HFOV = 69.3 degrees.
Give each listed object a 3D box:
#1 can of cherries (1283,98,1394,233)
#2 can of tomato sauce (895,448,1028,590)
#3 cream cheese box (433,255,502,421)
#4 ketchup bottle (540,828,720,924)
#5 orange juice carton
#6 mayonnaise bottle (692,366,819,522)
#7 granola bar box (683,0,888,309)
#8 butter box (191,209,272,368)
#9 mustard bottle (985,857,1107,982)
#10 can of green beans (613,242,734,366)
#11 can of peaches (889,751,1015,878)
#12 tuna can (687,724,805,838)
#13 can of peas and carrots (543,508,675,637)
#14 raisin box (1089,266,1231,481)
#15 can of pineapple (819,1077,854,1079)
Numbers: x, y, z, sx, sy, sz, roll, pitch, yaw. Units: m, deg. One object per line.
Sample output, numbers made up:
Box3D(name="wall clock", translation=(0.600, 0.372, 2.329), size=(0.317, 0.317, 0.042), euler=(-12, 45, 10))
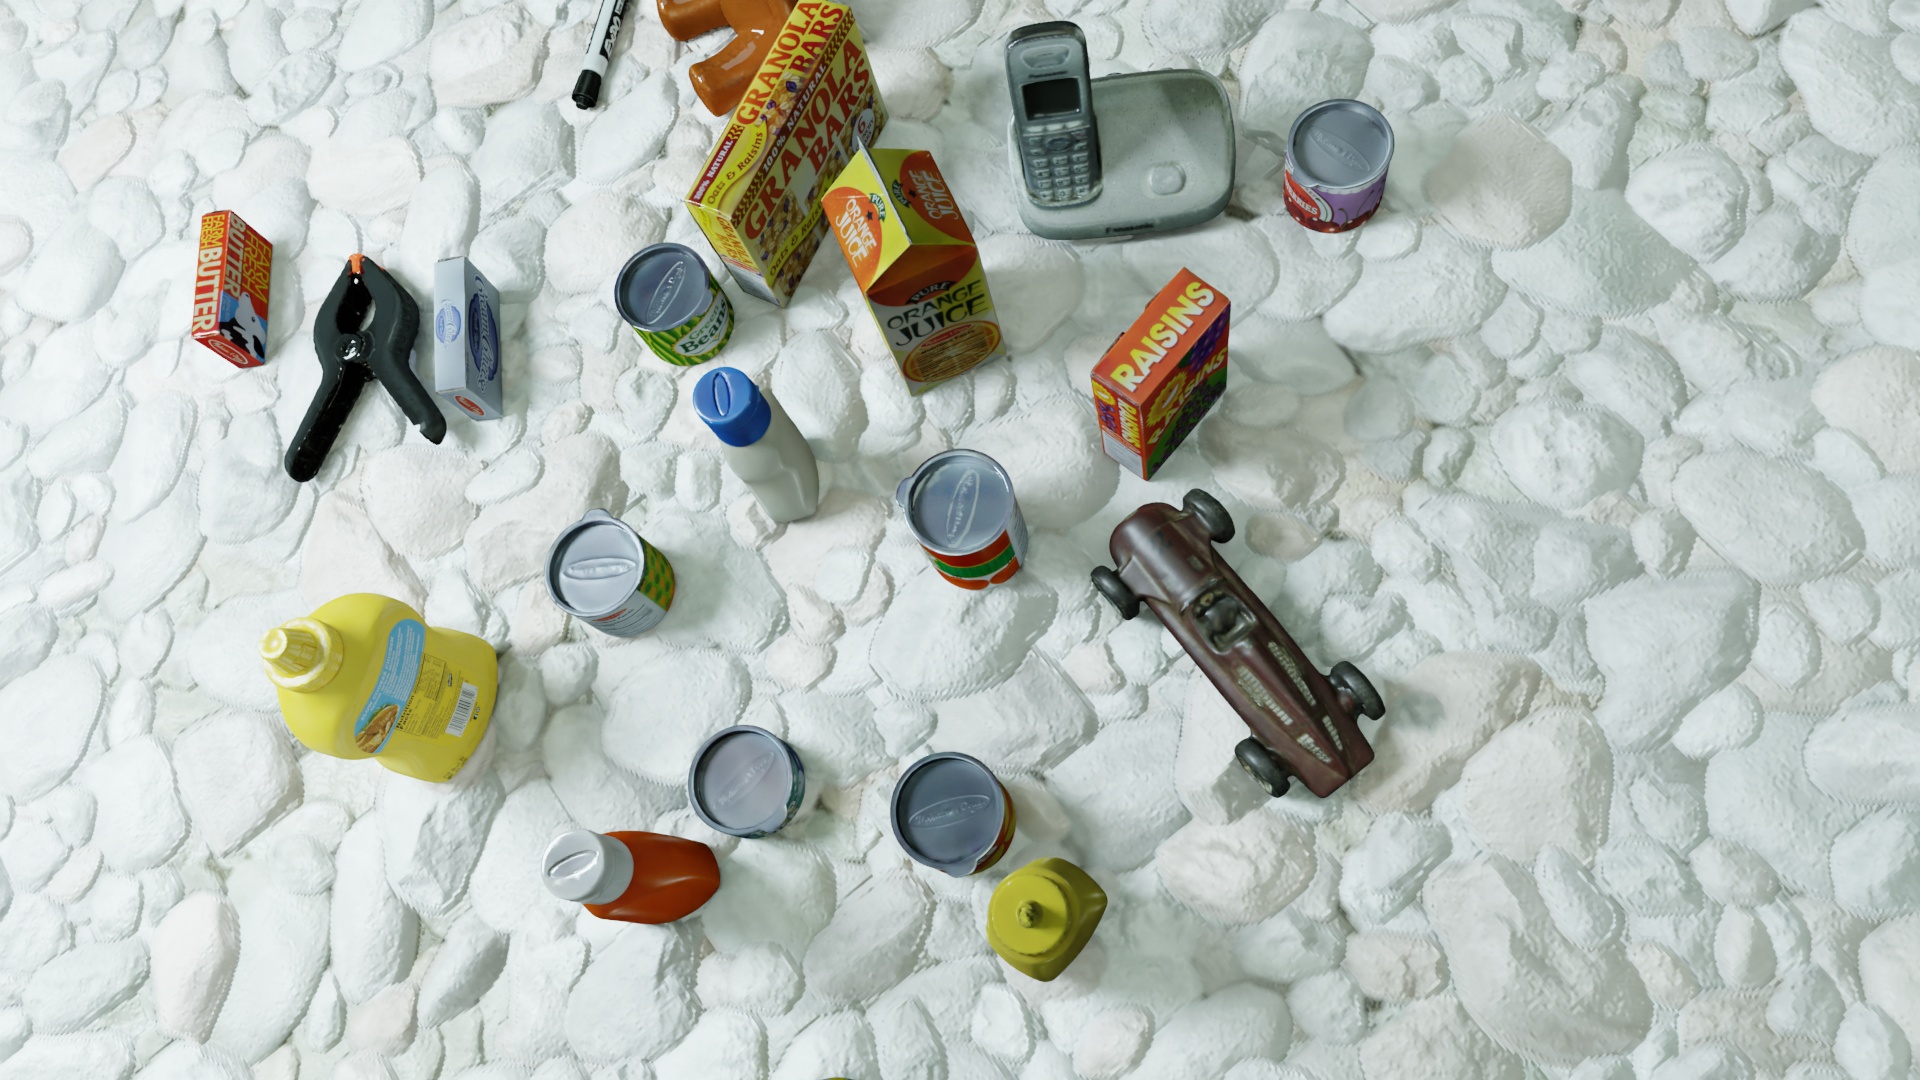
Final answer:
Box3D(name="can of cherries", translation=(0.242, -0.241, 0.902), size=(0.071, 0.058, 0.071), euler=(-3, 72, 8))
Box3D(name="can of tomato sauce", translation=(0.003, -0.011, 0.852), size=(0.071, 0.083, 0.071), euler=(-3, 72, 8))
Box3D(name="cream cheese box", translation=(-0.342, -0.139, 0.965), size=(0.024, 0.053, 0.104), euler=(-10, 71, 6))
Box3D(name="ketchup bottle", translation=(-0.187, 0.189, 0.782), size=(0.065, 0.148, 0.043), euler=(-25, 70, 1))
Box3D(name="orange juice carton", translation=(-0.028, -0.167, 0.850), size=(0.073, 0.192, 0.072), euler=(-24, 70, 1))
Box3D(name="mayonnaise bottle", translation=(-0.124, -0.061, 0.854), size=(0.041, 0.147, 0.065), euler=(-13, 71, 5))
Box3D(name="granola bar box", translation=(-0.112, -0.257, 0.929), size=(0.039, 0.124, 0.166), euler=(23, 77, 15))
Box3D(name="butter box", translation=(-0.528, -0.182, 1.009), size=(0.024, 0.053, 0.104), euler=(-8, 71, 7))
Box3D(name="mustard bottle", translation=(0.043, 0.198, 0.736), size=(0.049, 0.160, 0.065), euler=(34, 81, 17))
Box3D(name="can of green beans", translation=(-0.194, -0.160, 0.945), size=(0.071, 0.057, 0.071), euler=(-3, 72, 8))
Box3D(name="can of peaches", translation=(-0.003, 0.163, 0.809), size=(0.071, 0.058, 0.071), euler=(-3, 72, 8))
Box3D(name="tuna can", translation=(-0.128, 0.150, 0.847), size=(0.071, 0.032, 0.071), euler=(-3, 72, 8))
Box3D(name="can of peas and carrots", translation=(-0.224, 0.022, 0.890), size=(0.071, 0.058, 0.071), euler=(-3, 72, 8))
Box3D(name="raisin box", translation=(0.122, -0.098, 0.840), size=(0.040, 0.123, 0.086), euler=(39, 82, 18))
Box3D(name="can of pineapple", translation=(-0.075, 0.330, 0.766), size=(0.071, 0.057, 0.071), euler=(-3, 72, 8))
